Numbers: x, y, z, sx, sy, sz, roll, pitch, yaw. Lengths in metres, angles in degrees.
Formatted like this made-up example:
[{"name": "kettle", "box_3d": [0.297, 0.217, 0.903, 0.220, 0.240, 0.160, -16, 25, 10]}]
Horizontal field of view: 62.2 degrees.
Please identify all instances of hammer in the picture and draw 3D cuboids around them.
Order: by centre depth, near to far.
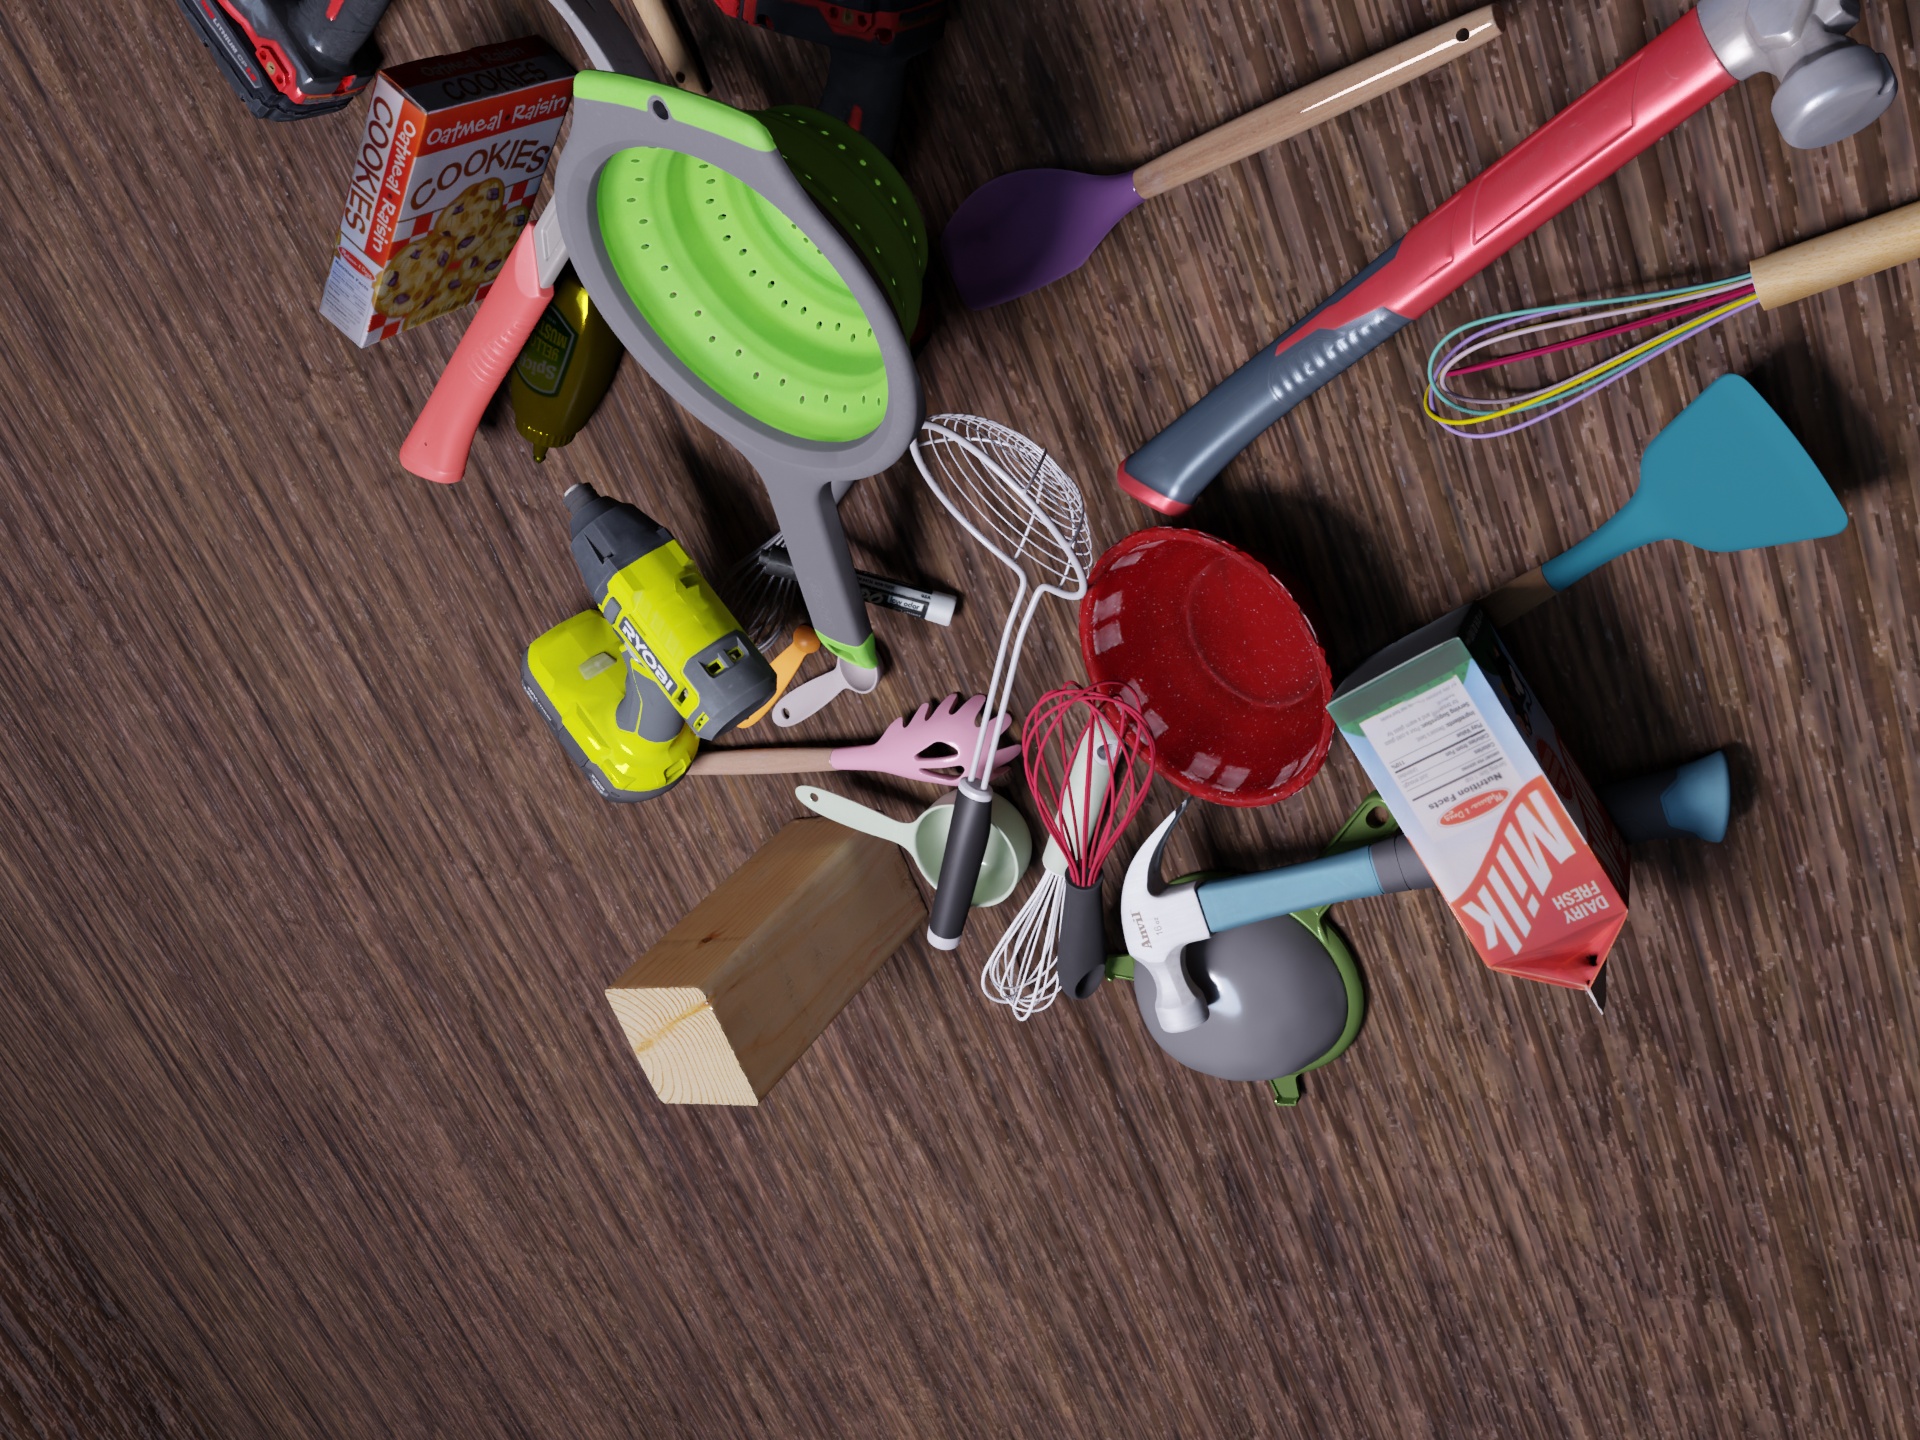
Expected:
[{"name": "hammer", "box_3d": [0.198, -0.212, 0.709, 0.386, 0.038, 0.143, -34, 64, 49]}, {"name": "hammer", "box_3d": [0.237, 0.077, 0.847, 0.331, 0.033, 0.128, -17, 96, 28]}, {"name": "hammer", "box_3d": [-0.264, -0.256, 0.934, 0.359, 0.036, 0.149, -36, 82, 47]}]

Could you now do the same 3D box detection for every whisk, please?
[{"name": "whisk", "box_3d": [0.313, -0.179, 0.673, 0.245, 0.047, 0.051, -16, 107, 34]}, {"name": "whisk", "box_3d": [0.072, 0.079, 0.927, 0.073, 0.073, 0.295, 21, 143, 20]}, {"name": "whisk", "box_3d": [-0.102, -0.118, 0.977, 0.055, 0.055, 0.239, 41, 128, 4]}, {"name": "whisk", "box_3d": [0.062, 0.096, 1.006, 0.057, 0.059, 0.246, 6, 125, -14]}]

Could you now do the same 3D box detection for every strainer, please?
[{"name": "strainer", "box_3d": [0.182, 0.137, 0.933, 0.151, 0.069, 0.256, 36, 133, 9]}]

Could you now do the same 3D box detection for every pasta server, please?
[{"name": "pasta server", "box_3d": [-0.098, 0.023, 1.076, 0.316, 0.040, 0.060, -3, 116, 39]}]

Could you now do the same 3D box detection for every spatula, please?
[{"name": "spatula", "box_3d": [0.105, -0.264, 0.750, 0.316, 0.018, 0.059, -10, 110, 44]}, {"name": "spatula", "box_3d": [0.263, -0.055, 0.778, 0.082, 0.044, 0.317, 53, 133, -2]}]

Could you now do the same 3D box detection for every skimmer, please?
[{"name": "skimmer", "box_3d": [-0.001, -0.003, 0.914, 0.127, 0.090, 0.363, 37, 129, 35]}]

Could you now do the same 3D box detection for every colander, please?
[{"name": "colander", "box_3d": [-0.072, -0.174, 0.821, 0.205, 0.094, 0.396, 24, 153, 24]}]

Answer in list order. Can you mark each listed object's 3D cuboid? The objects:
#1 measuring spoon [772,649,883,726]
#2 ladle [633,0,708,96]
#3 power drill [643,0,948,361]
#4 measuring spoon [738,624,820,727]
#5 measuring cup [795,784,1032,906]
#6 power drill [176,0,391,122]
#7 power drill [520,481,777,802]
[{"name": "measuring spoon", "box_3d": [-0.087, -0.022, 1.049, 0.124, 0.018, 0.034, -28, 90, 48]}, {"name": "ladle", "box_3d": [-0.219, -0.473, 0.821, 0.078, 0.062, 0.320, -13, 113, 36]}, {"name": "power drill", "box_3d": [-0.096, -0.307, 0.833, 0.188, 0.080, 0.226, 23, 131, 19]}, {"name": "measuring spoon", "box_3d": [-0.127, -0.026, 1.070, 0.021, 0.011, 0.117, 45, 132, 0]}, {"name": "measuring cup", "box_3d": [-0.030, 0.066, 1.045, 0.168, 0.038, 0.083, 19, 124, 22]}, {"name": "power drill", "box_3d": [-0.358, -0.457, 0.910, 0.219, 0.078, 0.143, -23, 104, 37]}, {"name": "power drill", "box_3d": [-0.211, -0.044, 1.024, 0.171, 0.080, 0.223, 53, 150, 2]}]
